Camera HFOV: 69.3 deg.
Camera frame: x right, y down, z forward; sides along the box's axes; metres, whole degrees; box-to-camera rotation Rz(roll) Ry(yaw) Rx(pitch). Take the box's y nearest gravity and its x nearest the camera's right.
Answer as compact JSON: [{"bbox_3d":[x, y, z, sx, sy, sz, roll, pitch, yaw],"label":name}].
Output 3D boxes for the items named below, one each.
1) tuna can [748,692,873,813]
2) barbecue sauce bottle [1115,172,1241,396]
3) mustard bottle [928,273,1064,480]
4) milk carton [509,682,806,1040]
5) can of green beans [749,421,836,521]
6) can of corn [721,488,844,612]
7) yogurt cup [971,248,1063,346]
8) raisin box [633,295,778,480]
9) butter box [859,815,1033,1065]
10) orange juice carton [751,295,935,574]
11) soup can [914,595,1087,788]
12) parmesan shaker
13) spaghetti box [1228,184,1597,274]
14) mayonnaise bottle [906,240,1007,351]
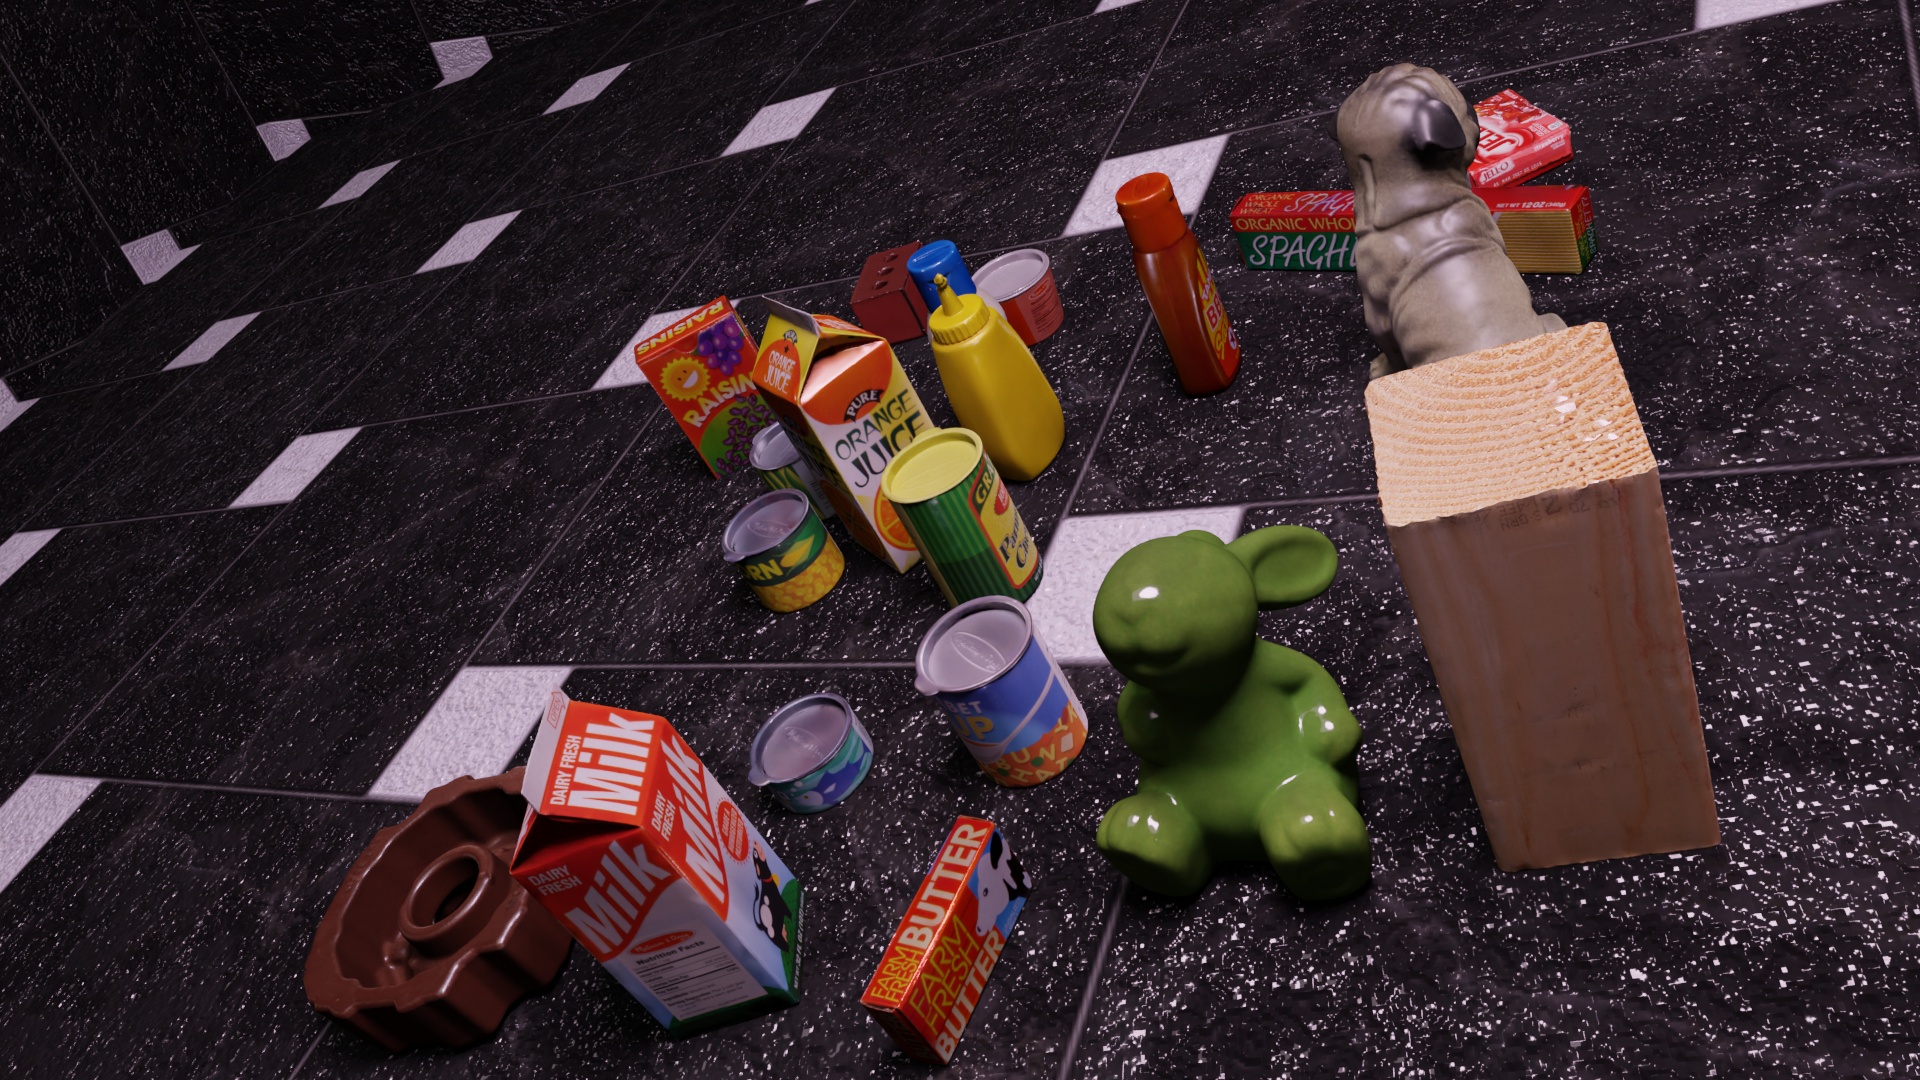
[{"bbox_3d":[-0.088,0.125,0.807,0.071,0.032,0.071,-19,36,15],"label":"tuna can"},{"bbox_3d":[0.143,-0.169,0.912,0.043,0.148,0.065,-10,39,26],"label":"barbecue sauce bottle"},{"bbox_3d":[0.017,-0.114,0.921,0.049,0.159,0.065,9,50,42],"label":"mustard bottle"},{"bbox_3d":[-0.152,0.155,0.678,0.073,0.189,0.073,-21,36,13],"label":"milk carton"},{"bbox_3d":[-0.113,-0.054,1.028,0.071,0.057,0.071,-19,36,15],"label":"can of green beans"},{"bbox_3d":[-0.122,0.009,0.955,0.071,0.058,0.071,-19,36,15],"label":"can of corn"},{"bbox_3d":[0.046,-0.187,1.085,0.072,0.053,0.073,-19,36,15],"label":"yogurt cup"},{"bbox_3d":[-0.191,-0.121,1.109,0.086,0.123,0.040,-29,35,1],"label":"raisin box"},{"bbox_3d":[-0.004,0.187,0.654,0.024,0.053,0.104,1,45,37],"label":"butter box"},{"bbox_3d":[-0.069,-0.077,0.907,0.073,0.192,0.072,-40,36,-14],"label":"orange juice carton"},{"bbox_3d":[0.021,0.083,0.740,0.071,0.083,0.072,-19,36,15],"label":"soup can"},{"bbox_3d":[0.003,-0.011,0.852,0.071,0.102,0.072,-19,36,15],"label":"parmesan shaker"},{"bbox_3d":[0.297,-0.210,0.941,0.250,0.050,0.029,12,52,43],"label":"spaghetti box"},{"bbox_3d":[0.009,-0.138,0.967,0.065,0.147,0.041,-23,35,10],"label":"mayonnaise bottle"}]
